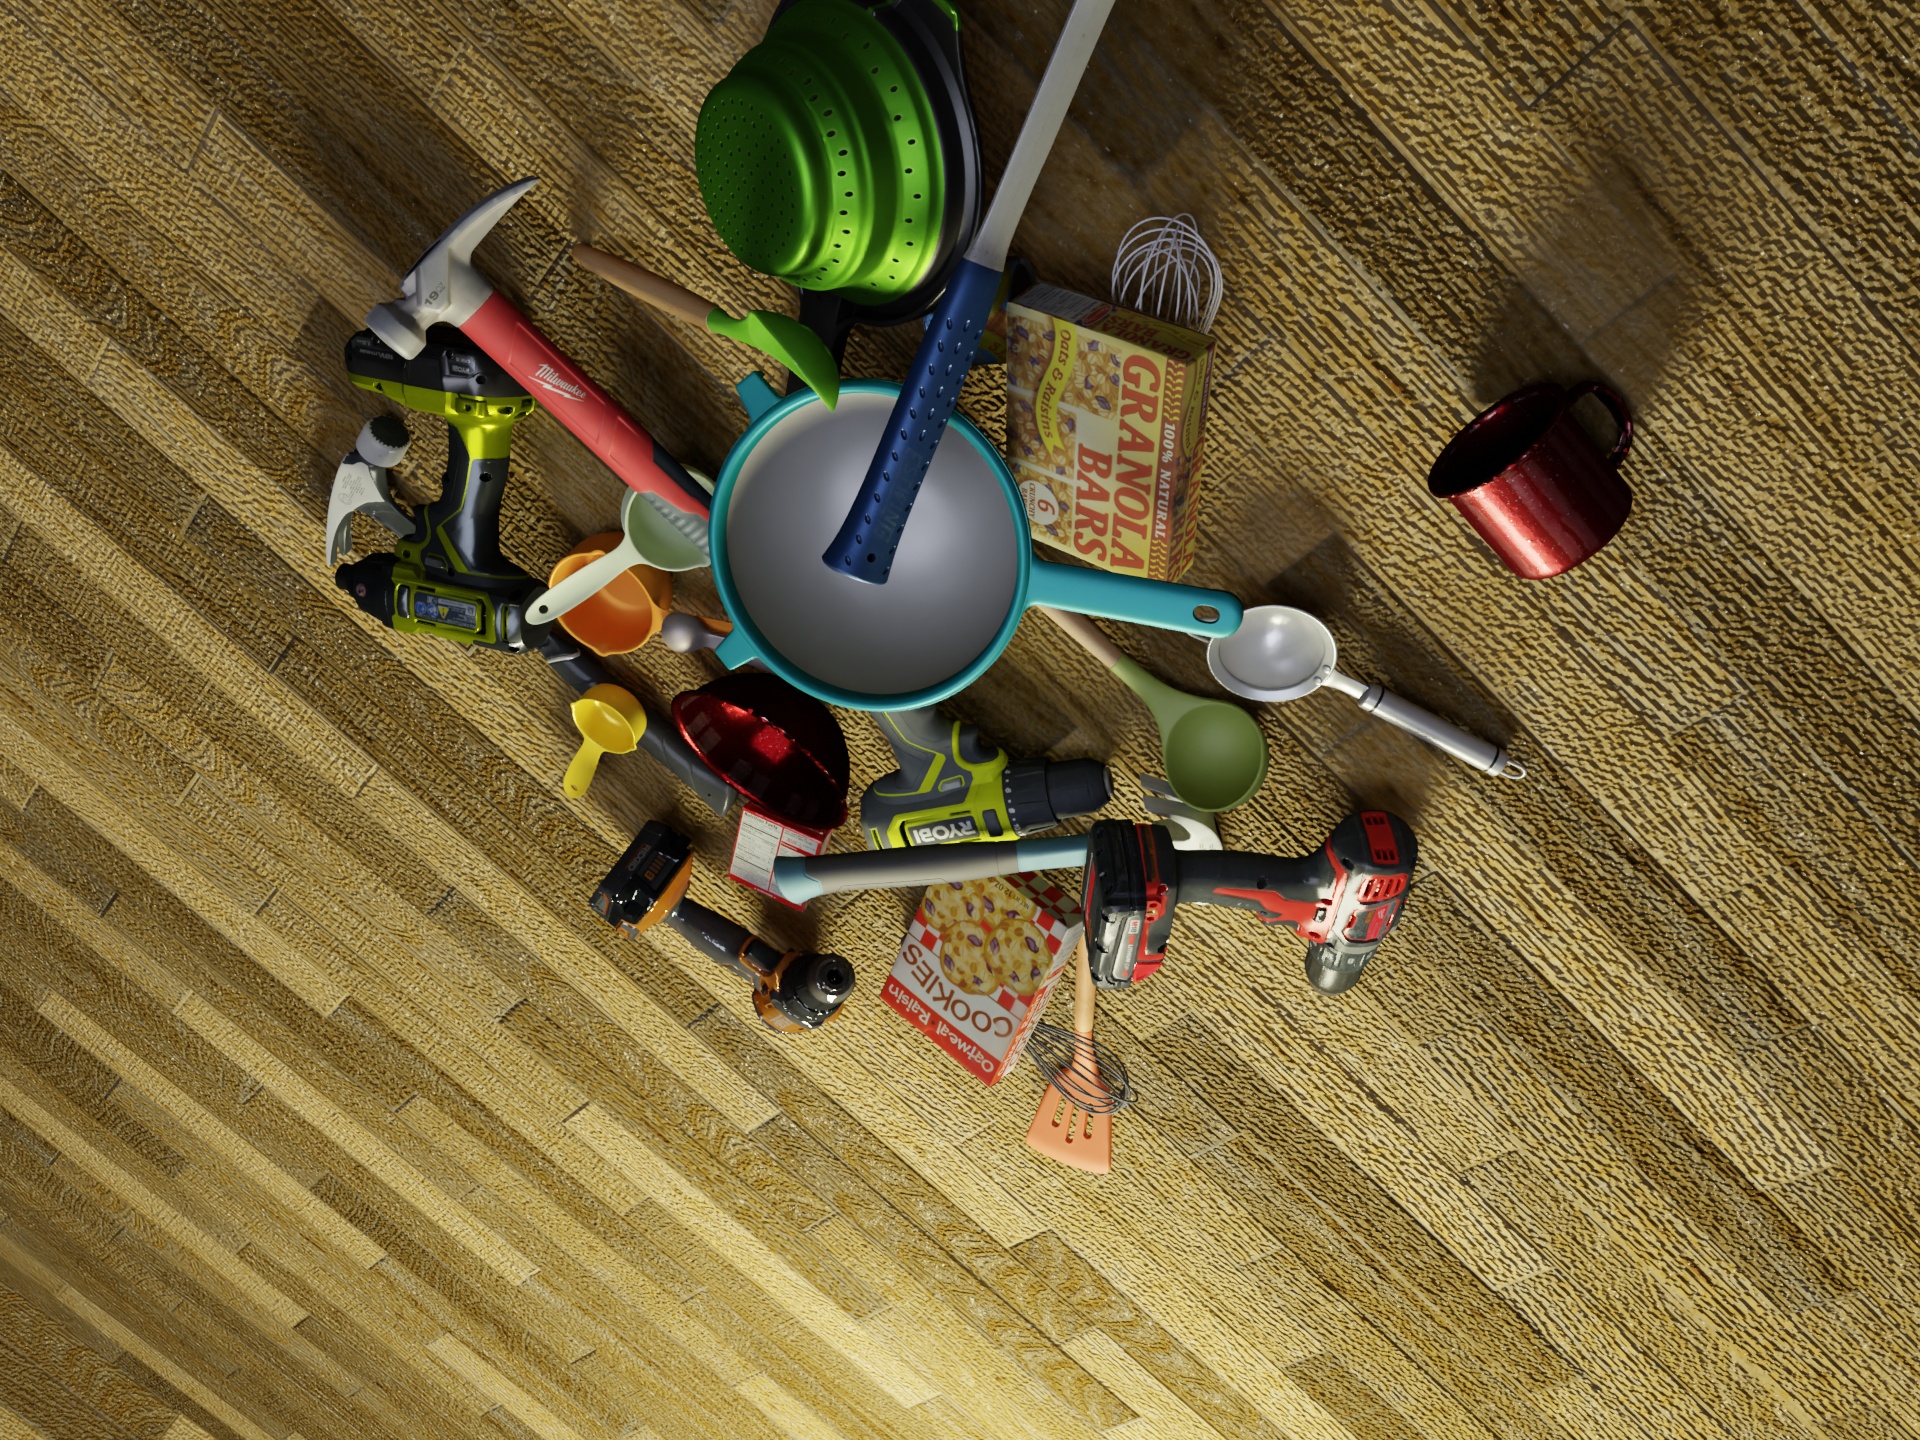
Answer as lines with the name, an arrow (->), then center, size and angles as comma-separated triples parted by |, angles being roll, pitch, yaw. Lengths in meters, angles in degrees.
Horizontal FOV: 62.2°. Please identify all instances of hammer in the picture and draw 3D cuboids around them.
hammer -> 0.022, -0.262, 0.887 | 0.144, 0.035, 0.405 | 11, 113, -36
hammer -> 0.029, 0.103, 1.175 | 0.331, 0.033, 0.128 | -6, 137, 2
hammer -> -0.208, -0.188, 1.098 | 0.143, 0.038, 0.386 | -47, 121, -1
hammer -> -0.340, -0.062, 1.288 | 0.409, 0.036, 0.149 | 41, 128, -9

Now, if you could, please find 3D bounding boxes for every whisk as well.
whisk -> 0.045, 0.246, 1.314 | 0.239, 0.055, 0.055 | 34, 130, 19
whisk -> 0.119, -0.186, 1.016 | 0.070, 0.070, 0.284 | 14, 132, 12

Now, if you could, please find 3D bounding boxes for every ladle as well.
ladle -> 0.088, -0.056, 1.107 | 0.320, 0.062, 0.078 | 41, 109, -7

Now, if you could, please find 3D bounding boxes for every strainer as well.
strainer -> 0.269, -0.020, 1.075 | 0.258, 0.050, 0.086 | 27, 134, -5
strainer -> 0.013, -0.106, 1.015 | 0.340, 0.095, 0.211 | 11, 110, 10

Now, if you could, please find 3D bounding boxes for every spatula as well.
spatula -> 0.100, 0.241, 1.316 | 0.081, 0.041, 0.322 | 15, 126, 23

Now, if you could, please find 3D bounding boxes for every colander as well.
colander -> -0.106, -0.270, 0.982 | 0.205, 0.094, 0.396 | 45, 142, 22

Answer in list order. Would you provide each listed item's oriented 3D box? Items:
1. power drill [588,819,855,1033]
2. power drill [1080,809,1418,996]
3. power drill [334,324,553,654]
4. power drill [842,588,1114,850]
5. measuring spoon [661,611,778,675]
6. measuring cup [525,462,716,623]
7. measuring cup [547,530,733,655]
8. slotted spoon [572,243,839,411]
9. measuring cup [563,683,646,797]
power drill -> -0.191, 0.180, 1.328 | 0.226, 0.084, 0.185 | 37, 156, -6
power drill -> 0.204, 0.142, 1.148 | 0.226, 0.080, 0.187 | -2, 139, -3
power drill -> -0.384, -0.171, 1.168 | 0.171, 0.080, 0.223 | 12, 110, 14
power drill -> -0.002, -0.004, 1.166 | 0.190, 0.080, 0.228 | -11, 121, 15
measuring spoon -> -0.166, -0.048, 1.182 | 0.124, 0.018, 0.034 | 19, 133, 0
measuring cup -> -0.246, -0.124, 1.154 | 0.167, 0.038, 0.083 | -35, 120, -3
measuring cup -> -0.224, -0.091, 1.213 | 0.173, 0.052, 0.095 | 13, 127, 7
slotted spoon -> -0.166, -0.258, 0.991 | 0.314, 0.031, 0.070 | 34, 170, 42
measuring cup -> -0.296, 0.020, 1.297 | 0.062, 0.029, 0.156 | 35, 142, -4
